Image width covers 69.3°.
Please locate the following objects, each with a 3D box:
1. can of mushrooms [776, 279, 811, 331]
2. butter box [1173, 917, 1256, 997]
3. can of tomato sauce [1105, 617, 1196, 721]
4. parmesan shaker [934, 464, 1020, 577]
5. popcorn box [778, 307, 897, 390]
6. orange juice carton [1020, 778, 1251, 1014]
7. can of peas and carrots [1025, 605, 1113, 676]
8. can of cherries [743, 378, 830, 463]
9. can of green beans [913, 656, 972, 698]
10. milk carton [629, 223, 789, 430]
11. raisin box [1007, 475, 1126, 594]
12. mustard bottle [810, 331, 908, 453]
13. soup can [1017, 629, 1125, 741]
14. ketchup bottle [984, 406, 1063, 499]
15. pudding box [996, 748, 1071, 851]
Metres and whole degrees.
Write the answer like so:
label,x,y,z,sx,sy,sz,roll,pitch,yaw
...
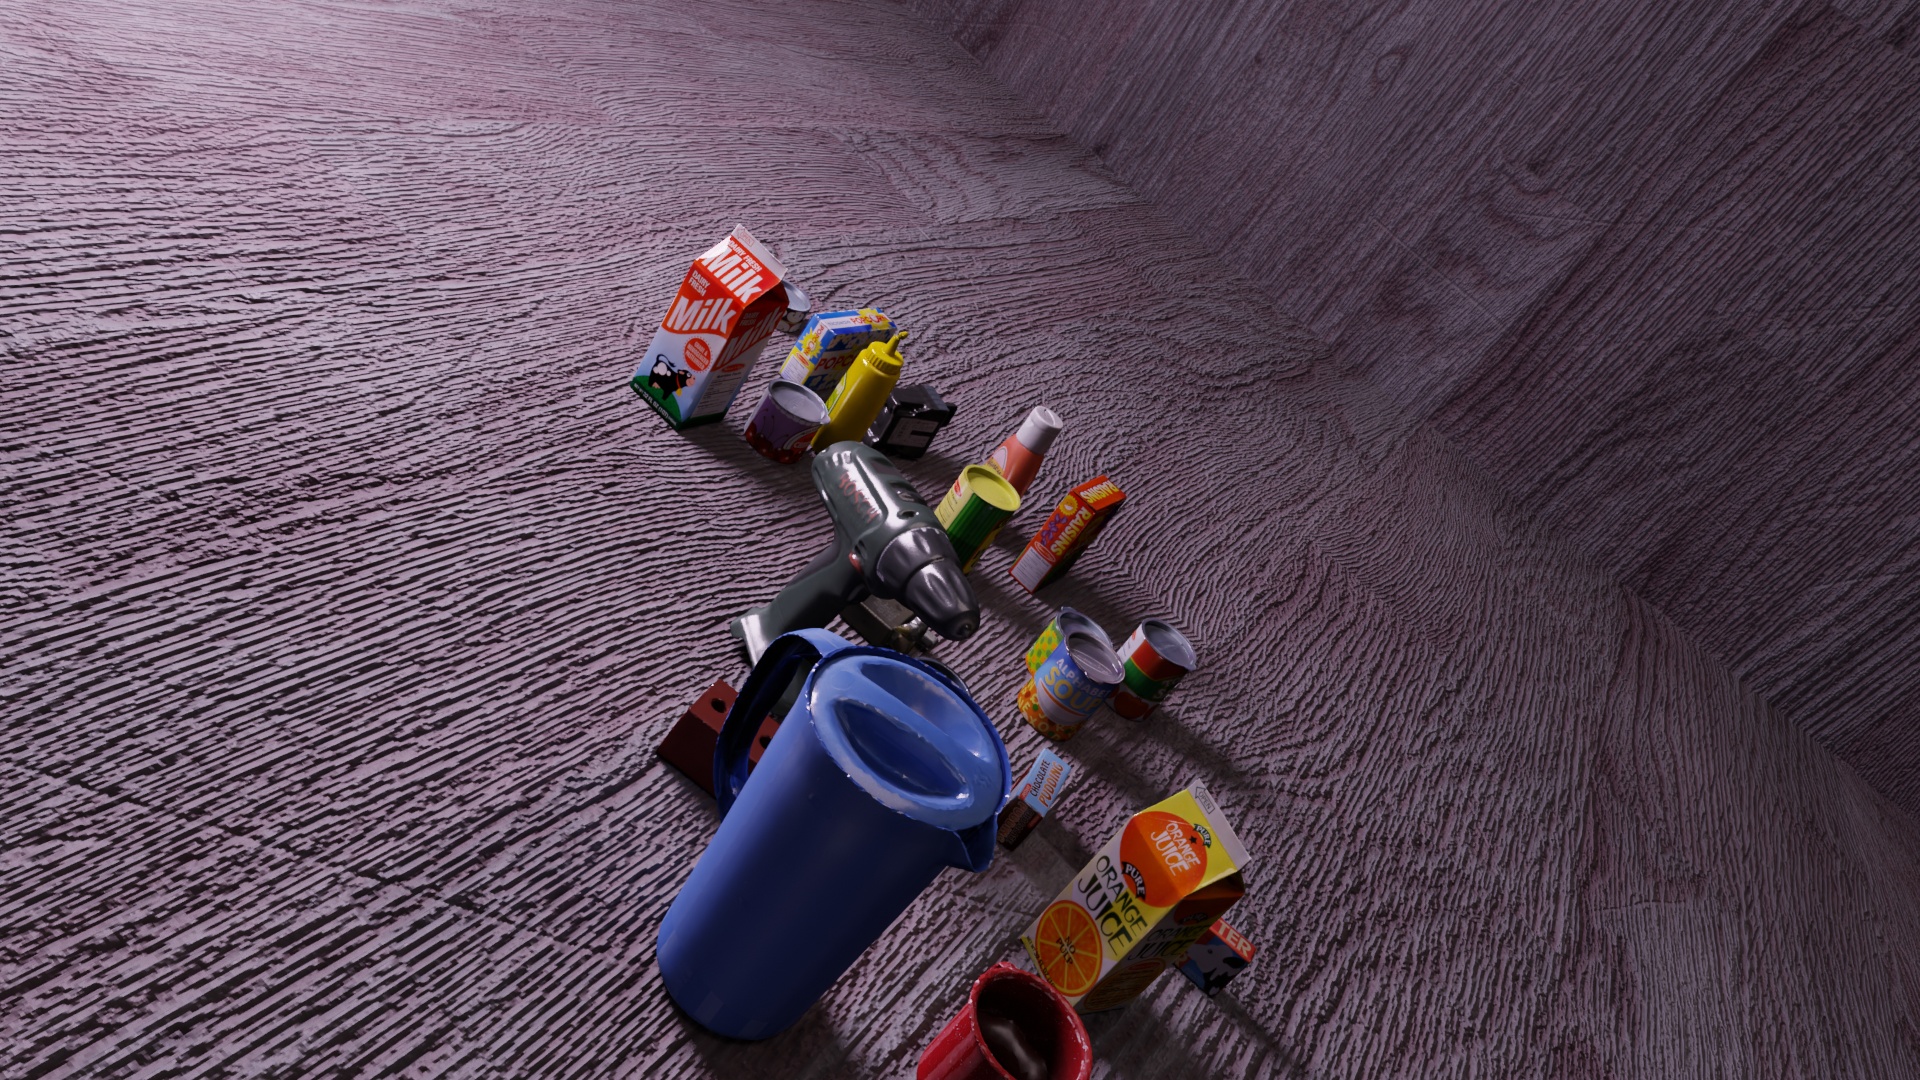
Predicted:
label,x,y,z,sx,sy,sz,roll,pitch,yaw
can of mushrooms,-0.208,-0.275,1.617,0.071,0.033,0.071,27,29,-16
butter box,0.184,0.317,1.129,0.103,0.053,0.024,41,28,9
can of tomato sauce,0.186,0.130,1.383,0.071,0.082,0.071,27,29,-17
parmesan shaker,0.005,-0.017,1.387,0.071,0.102,0.072,27,29,-17
popcorn box,-0.136,-0.213,1.548,0.038,0.085,0.127,44,29,15
orange juice carton,0.135,0.262,1.014,0.073,0.191,0.072,9,38,-41
can of peas and carrots,0.104,0.109,1.351,0.071,0.058,0.071,27,29,-16
can of cherries,-0.173,-0.117,1.390,0.071,0.058,0.072,27,29,-16
can of green beans,-0.032,0.140,1.156,0.071,0.057,0.071,27,29,-16
milk carton,-0.230,-0.202,1.316,0.072,0.189,0.074,44,29,14
raisin box,0.114,-0.007,1.469,0.040,0.123,0.086,44,29,14
mustard bottle,-0.099,-0.154,1.420,0.049,0.159,0.065,27,29,-18
soup can,0.101,0.136,1.281,0.071,0.083,0.072,27,29,-17
ketchup bottle,0.055,-0.076,1.483,0.043,0.148,0.065,18,33,-30
pudding box,0.057,0.214,1.152,0.030,0.049,0.084,38,28,4
